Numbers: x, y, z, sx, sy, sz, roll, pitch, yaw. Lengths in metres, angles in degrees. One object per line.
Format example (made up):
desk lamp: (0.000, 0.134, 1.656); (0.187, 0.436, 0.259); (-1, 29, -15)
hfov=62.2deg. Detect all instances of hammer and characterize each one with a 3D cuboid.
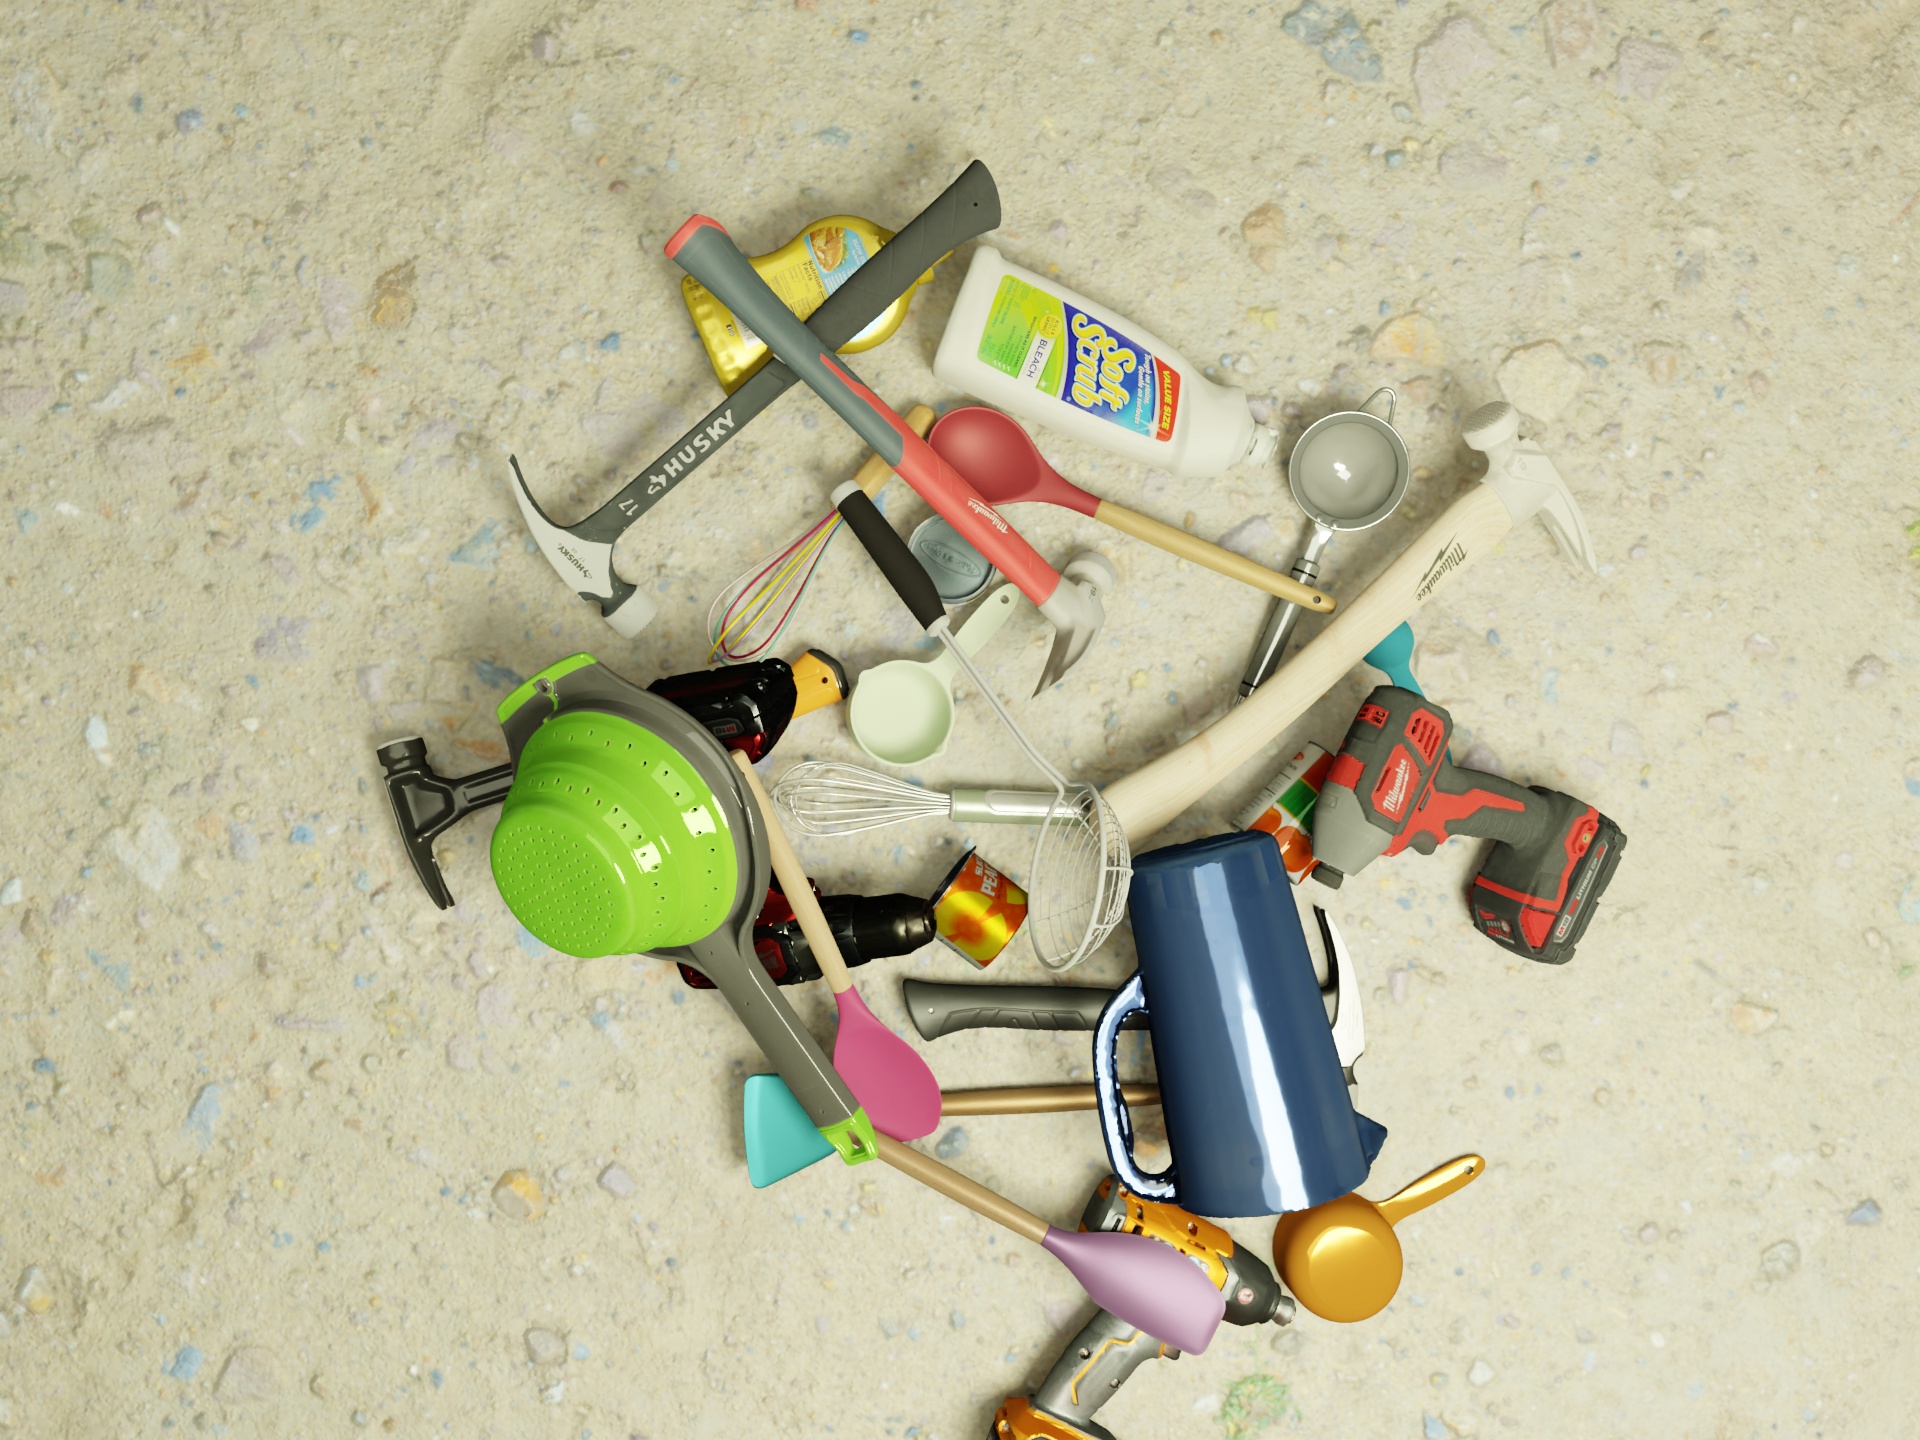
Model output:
hammer: (0.125, 0.205, 1.153); (0.334, 0.035, 0.146); (2, 90, -1)
hammer: (-0.049, -0.179, 1.062); (0.386, 0.143, 0.038); (42, 131, -15)
hammer: (0.262, -0.037, 1.118); (0.410, 0.038, 0.146); (-41, 112, 0)
hammer: (-0.240, 0.027, 1.144); (0.337, 0.034, 0.127); (-18, 89, -2)
hammer: (-0.134, -0.240, 1.103); (0.409, 0.036, 0.149); (-41, 112, 5)

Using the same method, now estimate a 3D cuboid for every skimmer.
skimmer: (-0.002, -0.003, 1.079); (0.090, 0.127, 0.363); (-31, 81, -29)

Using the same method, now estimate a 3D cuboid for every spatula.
spatula: (0.005, 0.281, 1.145); (0.317, 0.044, 0.082); (-3, 93, -3)
spatula: (0.036, 0.341, 1.099); (0.316, 0.018, 0.060); (26, 84, 5)

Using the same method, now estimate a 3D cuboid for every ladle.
ladle: (0.123, -0.144, 1.144); (0.315, 0.031, 0.069); (24, 96, 5)

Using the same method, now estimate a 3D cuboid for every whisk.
whisk: (-0.014, 0.059, 1.146); (0.246, 0.059, 0.058); (3, 62, -6)
whisk: (-0.100, -0.132, 1.142); (0.051, 0.047, 0.245); (36, 83, 32)

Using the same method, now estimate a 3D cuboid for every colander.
colander: (-0.187, 0.152, 1.032); (0.204, 0.094, 0.397); (-27, 100, 36)

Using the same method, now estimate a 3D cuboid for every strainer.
strainer: (0.253, -0.119, 1.157); (0.087, 0.050, 0.258); (23, 95, 1)

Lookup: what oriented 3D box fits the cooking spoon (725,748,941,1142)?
cooking spoon: (-0.089, 0.158, 1.069); (0.069, 0.017, 0.318); (-17, 112, 12)

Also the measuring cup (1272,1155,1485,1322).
measuring cup: (0.310, 0.367, 1.147); (0.173, 0.052, 0.095); (-30, 90, 0)

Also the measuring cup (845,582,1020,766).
measuring cup: (-0.016, -0.037, 1.154); (0.083, 0.038, 0.167); (44, 75, -9)

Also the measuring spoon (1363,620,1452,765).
measuring spoon: (0.332, -0.019, 1.166); (0.042, 0.021, 0.128); (-25, 89, -1)

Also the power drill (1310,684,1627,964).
power drill: (0.342, 0.081, 1.102); (0.219, 0.079, 0.143); (27, 89, -22)

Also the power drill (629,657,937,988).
power drill: (-0.127, 0.077, 1.086); (0.188, 0.080, 0.226); (-9, 109, 16)

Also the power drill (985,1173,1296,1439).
power drill: (0.128, 0.460, 1.130); (0.164, 0.084, 0.226); (27, 85, -1)
